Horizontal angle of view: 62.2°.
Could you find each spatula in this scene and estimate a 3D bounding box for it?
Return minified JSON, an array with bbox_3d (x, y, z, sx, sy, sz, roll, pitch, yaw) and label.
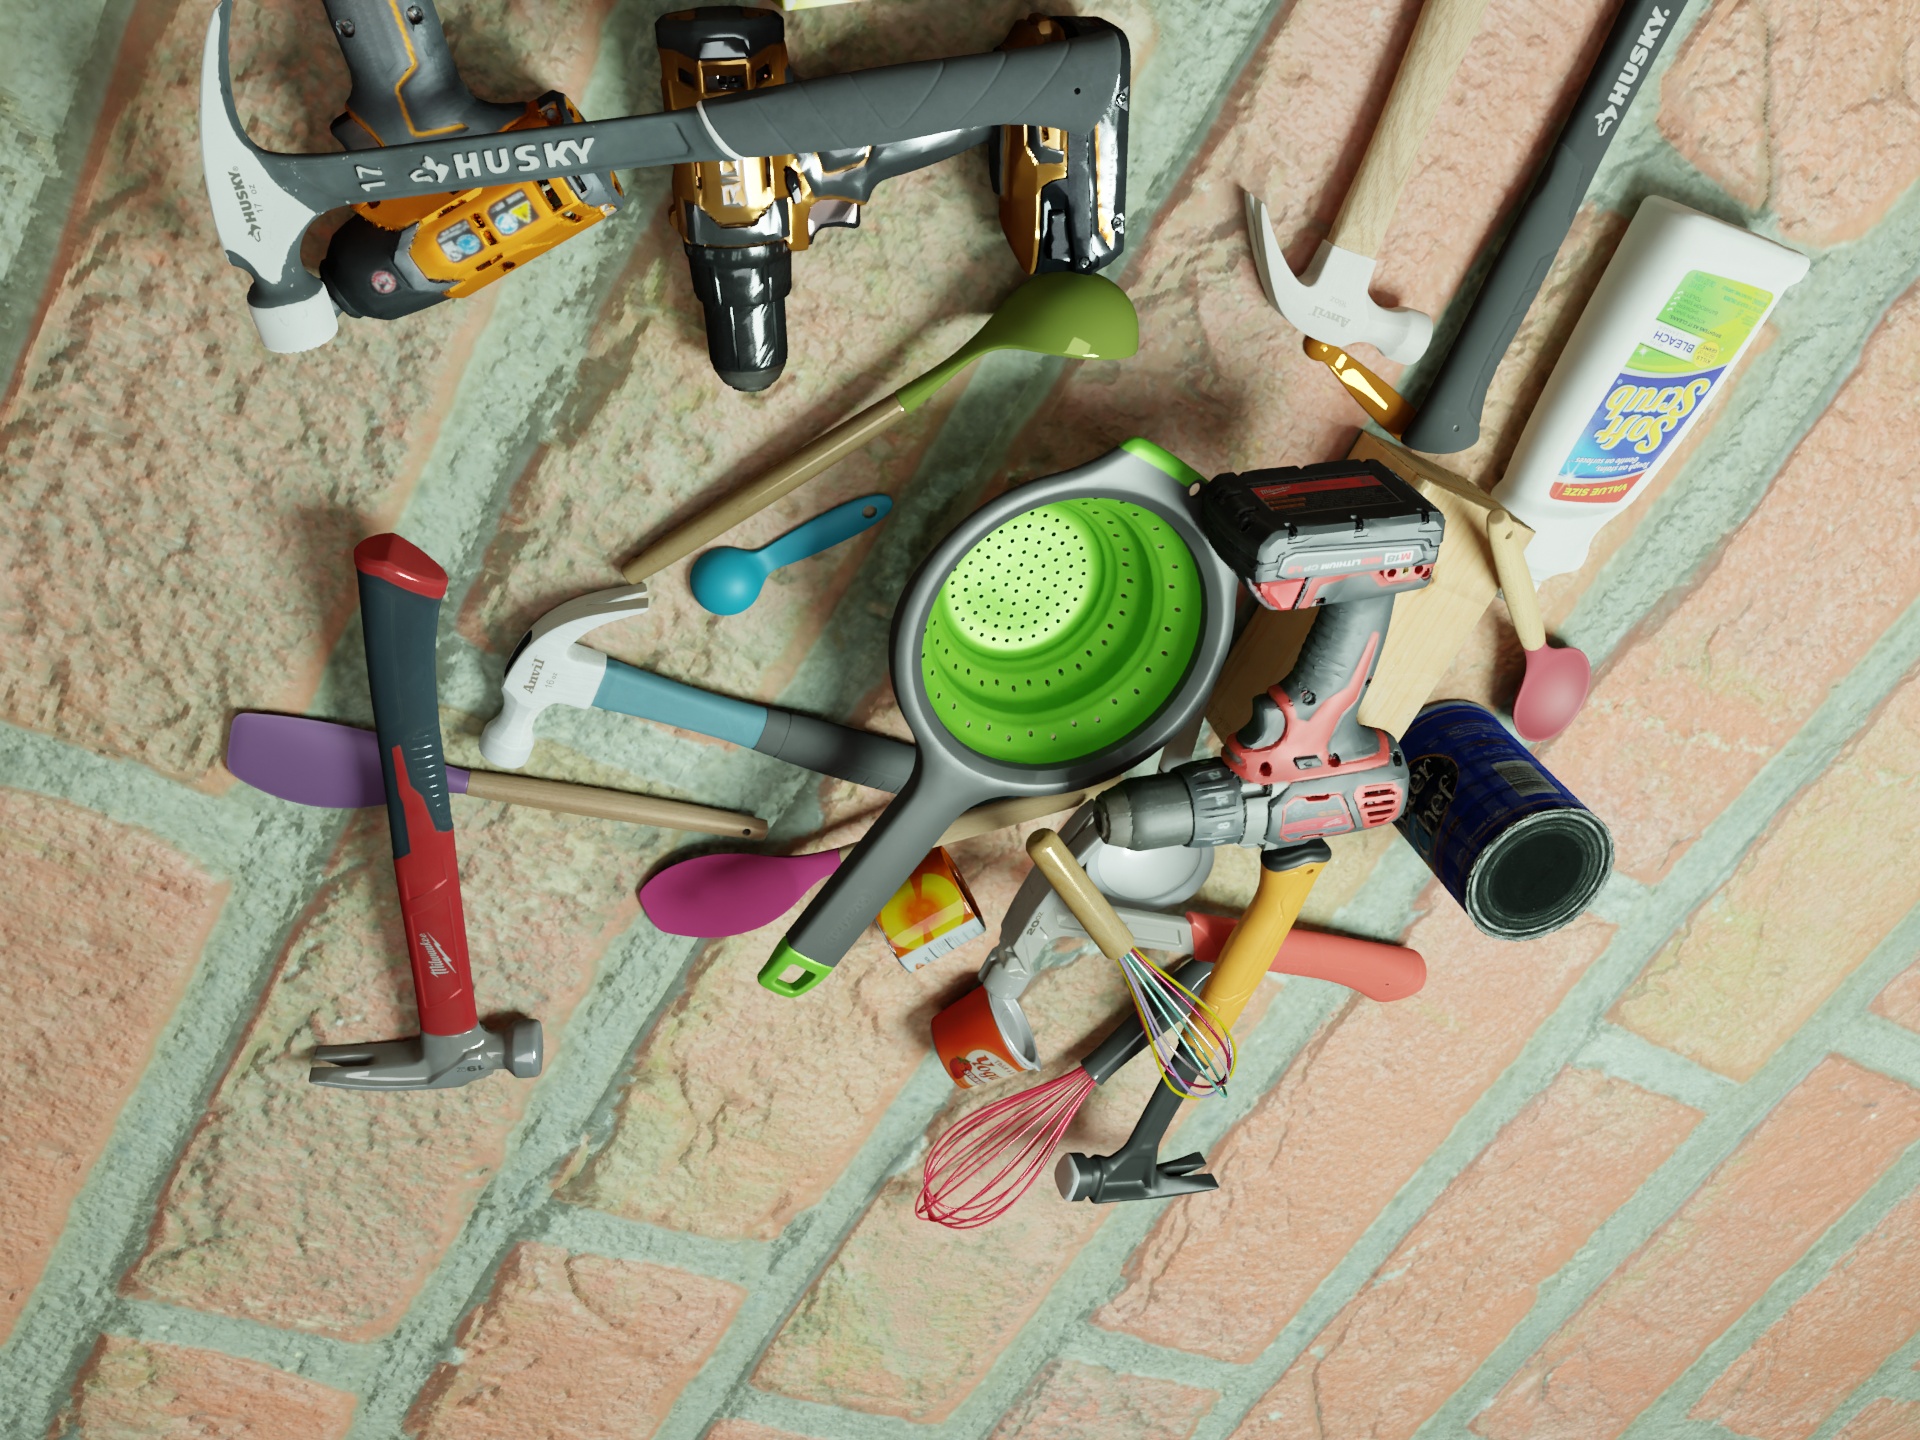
[{"bbox_3d":[-0.270,0.043,0.957,0.315,0.018,0.059,10,119,-18],"label":"spatula"}]

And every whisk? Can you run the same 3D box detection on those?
[{"bbox_3d":[0.080,0.269,1.157,0.296,0.073,0.073,-42,121,4],"label":"whisk"},{"bbox_3d":[0.107,0.158,0.990,0.047,0.051,0.244,-26,119,19],"label":"whisk"}]

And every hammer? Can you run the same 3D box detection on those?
[{"bbox_3d":[0.191,0.145,1.087,0.358,0.037,0.149,13,121,-31],"label":"hammer"},{"bbox_3d":[0.337,-0.306,0.898,0.146,0.035,0.334,13,114,-22],"label":"hammer"},{"bbox_3d":[-0.330,0.070,0.928,0.143,0.038,0.386,-2,124,-10],"label":"hammer"},{"bbox_3d":[-0.128,-0.267,0.711,0.409,0.036,0.149,-10,129,-6],"label":"hammer"},{"bbox_3d":[0.253,-0.363,0.846,0.130,0.031,0.331,13,114,-17],"label":"hammer"},{"bbox_3d":[0.175,0.209,1.084,0.127,0.034,0.336,4,125,-25],"label":"hammer"},{"bbox_3d":[-0.111,0.009,0.970,0.330,0.033,0.128,17,115,-23],"label":"hammer"}]

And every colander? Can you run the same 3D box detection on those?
[{"bbox_3d":[-0.002,-0.003,0.946,0.204,0.095,0.397,31,105,-32],"label":"colander"}]

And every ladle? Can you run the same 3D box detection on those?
[{"bbox_3d":[0.350,-0.057,0.980,0.069,0.031,0.315,-49,148,2],"label":"ladle"},{"bbox_3d":[-0.048,-0.152,0.881,0.320,0.078,0.062,-30,114,11],"label":"ladle"}]

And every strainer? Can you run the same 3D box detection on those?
[{"bbox_3d":[0.135,0.038,1.023,0.087,0.050,0.258,3,130,-9],"label":"strainer"}]

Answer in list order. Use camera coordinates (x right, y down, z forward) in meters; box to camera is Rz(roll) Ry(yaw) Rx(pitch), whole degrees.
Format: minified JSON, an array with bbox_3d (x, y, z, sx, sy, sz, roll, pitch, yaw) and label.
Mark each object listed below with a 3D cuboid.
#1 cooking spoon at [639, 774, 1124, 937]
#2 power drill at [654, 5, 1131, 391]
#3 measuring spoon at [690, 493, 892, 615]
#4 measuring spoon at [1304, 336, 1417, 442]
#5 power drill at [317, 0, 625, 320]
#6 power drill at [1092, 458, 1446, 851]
[{"bbox_3d":[-0.050,0.081,1.008,0.319,0.017,0.068,-16,124,8],"label":"cooking spoon"},{"bbox_3d":[-0.034,-0.263,0.806,0.226,0.084,0.185,-5,121,-7],"label":"power drill"},{"bbox_3d":[-0.096,-0.096,0.917,0.128,0.021,0.042,-26,123,3],"label":"measuring spoon"},{"bbox_3d":[0.249,-0.196,0.955,0.116,0.011,0.021,33,107,-28],"label":"measuring spoon"},{"bbox_3d":[-0.281,-0.295,0.723,0.164,0.084,0.226,-28,126,5],"label":"power drill"},{"bbox_3d":[0.170,-0.022,0.893,0.188,0.080,0.226,-8,124,-12],"label":"power drill"}]
